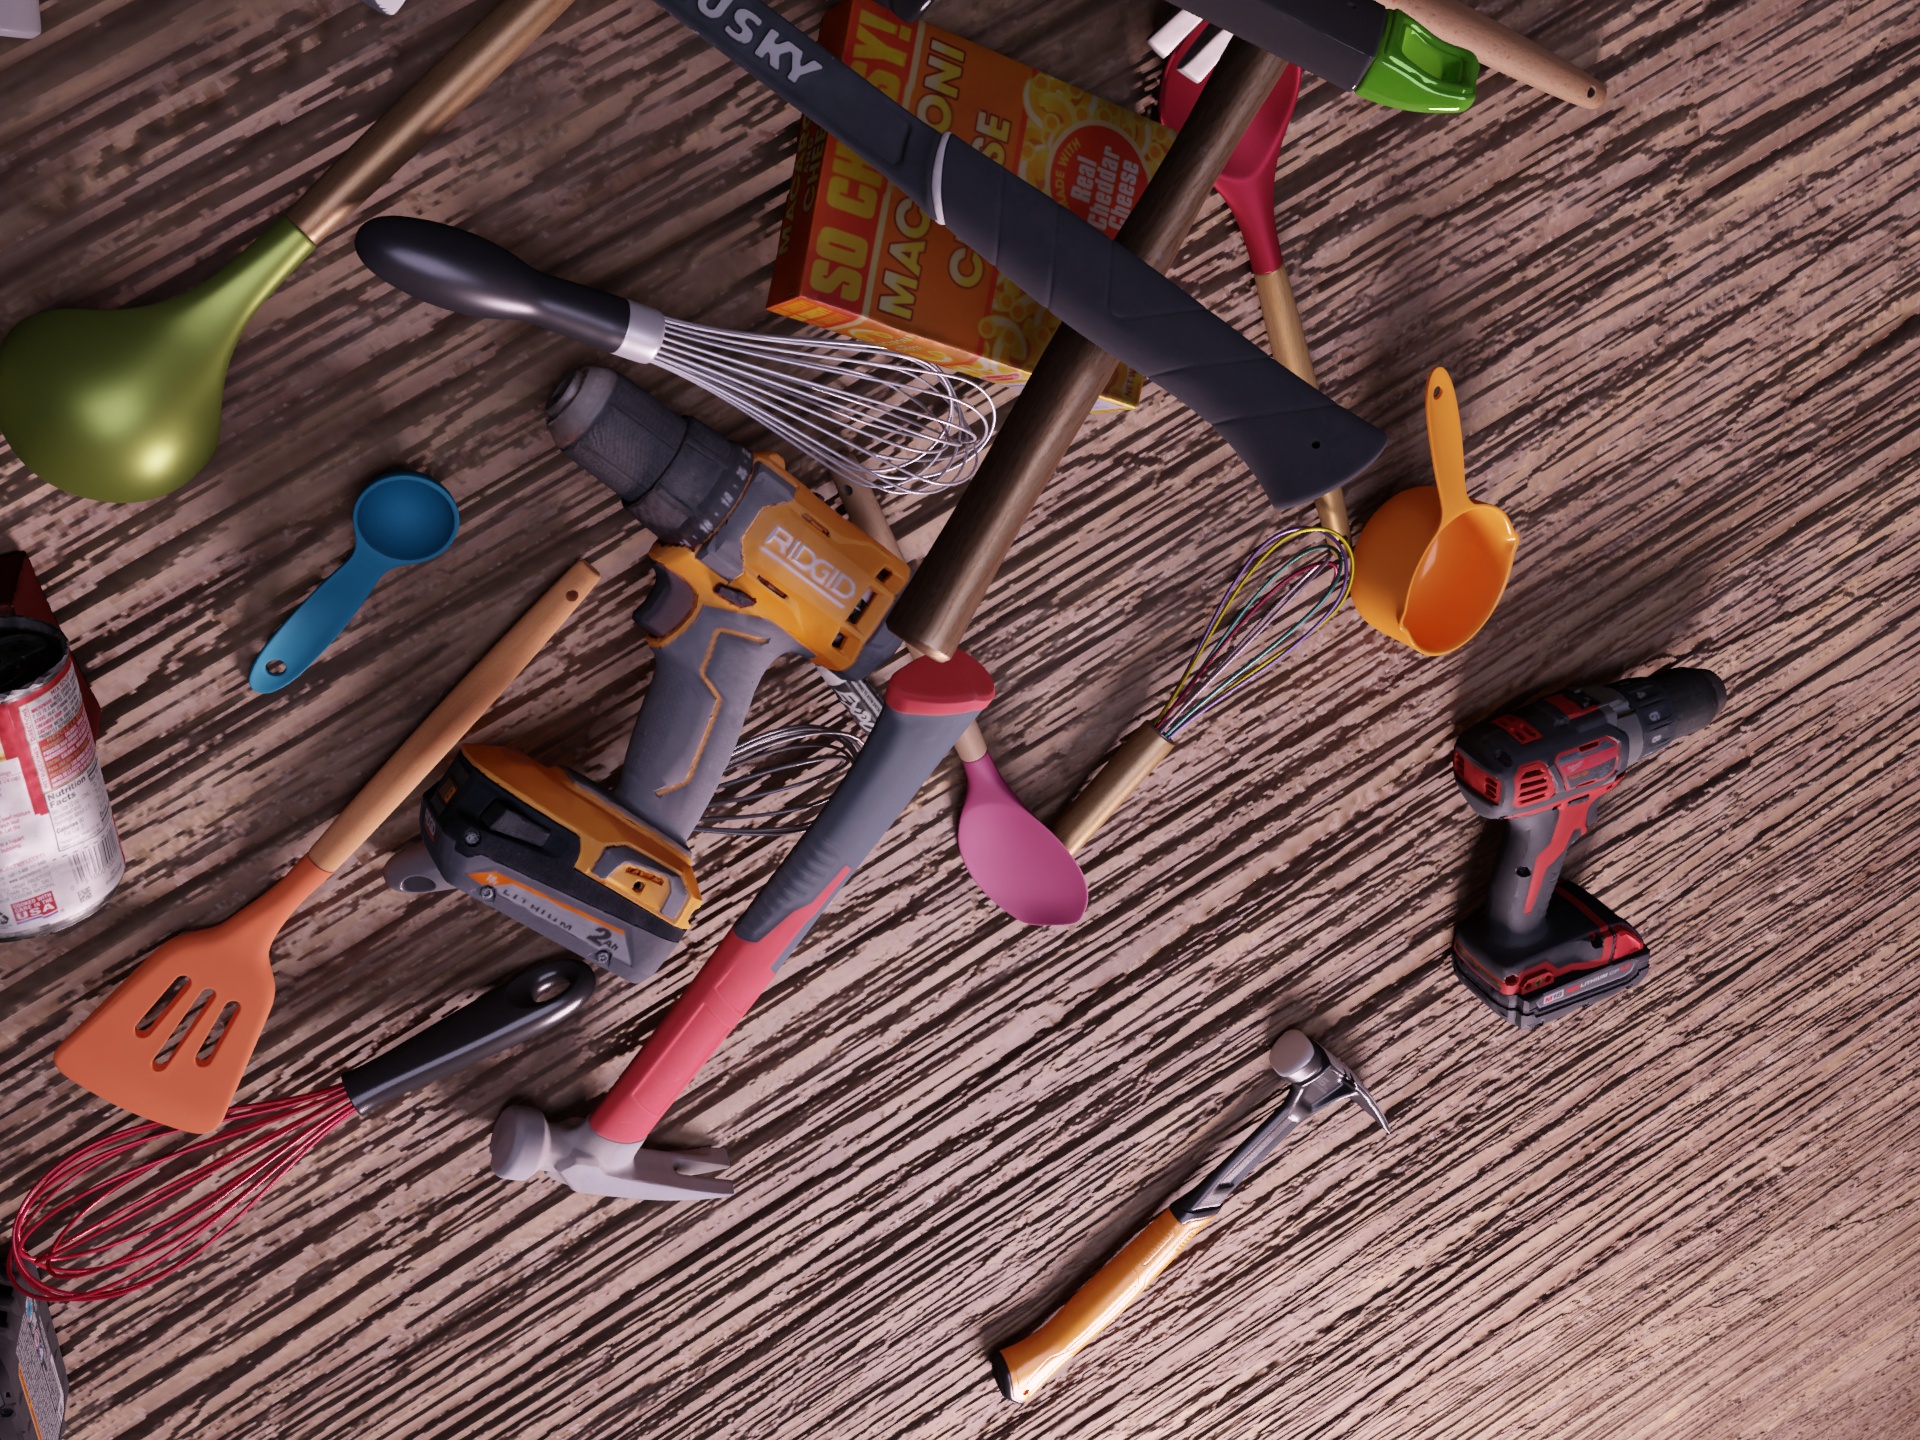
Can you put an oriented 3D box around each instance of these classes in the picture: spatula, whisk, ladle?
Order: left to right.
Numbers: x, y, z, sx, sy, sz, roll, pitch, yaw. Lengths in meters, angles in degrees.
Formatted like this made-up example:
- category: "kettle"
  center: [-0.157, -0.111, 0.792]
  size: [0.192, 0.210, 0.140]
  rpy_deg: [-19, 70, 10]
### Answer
- category: "whisk"
  center: [-0.317, 0.192, 0.778]
  size: [0.296, 0.073, 0.073]
  rpy_deg: [-26, 127, -15]
- category: "ladle"
  center: [-0.229, -0.203, 0.594]
  size: [0.320, 0.062, 0.078]
  rpy_deg: [-45, 126, -3]
- category: "spatula"
  center: [-0.273, 0.051, 0.721]
  size: [0.322, 0.041, 0.081]
  rpy_deg: [-46, 122, 5]
- category: "whisk"
  center: [-0.158, 0.047, 0.775]
  size: [0.239, 0.055, 0.055]
  rpy_deg: [-13, 124, -13]
- category: "whisk"
  center: [-0.105, -0.149, 0.655]
  size: [0.284, 0.070, 0.070]
  rpy_deg: [12, 113, -35]
- category: "whisk"
  center: [0.128, -0.007, 0.878]
  size: [0.047, 0.051, 0.245]
  rpy_deg: [30, 107, -42]
- category: "ladle"
  center: [0.159, -0.201, 0.783]
  size: [0.069, 0.031, 0.315]
  rpy_deg: [-24, 129, 3]
- category: "spatula"
  center: [0.186, -0.333, 0.718]
  size: [0.317, 0.044, 0.082]
  rpy_deg: [7, 115, -34]

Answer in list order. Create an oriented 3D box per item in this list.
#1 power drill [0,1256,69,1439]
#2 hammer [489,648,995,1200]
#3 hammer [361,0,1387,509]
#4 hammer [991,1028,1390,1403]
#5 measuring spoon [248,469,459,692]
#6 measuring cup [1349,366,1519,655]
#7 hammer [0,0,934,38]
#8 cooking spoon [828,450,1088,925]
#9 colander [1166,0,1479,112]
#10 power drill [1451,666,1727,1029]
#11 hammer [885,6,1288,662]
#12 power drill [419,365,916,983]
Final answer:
- category: "power drill"
  center: [-0.554, 0.340, 0.745]
  size: [0.223, 0.080, 0.171]
  rpy_deg: [-5, 121, -18]
- category: "hammer"
  center: [-0.090, 0.118, 0.804]
  size: [0.143, 0.038, 0.386]
  rpy_deg: [19, 122, -34]
- category: "hammer"
  center: [-0.019, -0.208, 0.564]
  size: [0.409, 0.036, 0.149]
  rpy_deg: [35, 93, -4]
- category: "hammer"
  center: [0.153, 0.362, 1.121]
  size: [0.337, 0.034, 0.127]
  rpy_deg: [-45, 127, 6]
- category: "measuring spoon"
  center: [-0.263, -0.060, 0.678]
  size: [0.128, 0.021, 0.042]
  rpy_deg: [-43, 129, 15]
- category: "measuring cup"
  center: [0.245, -0.117, 0.852]
  size: [0.095, 0.052, 0.173]
  rpy_deg: [-34, 129, -19]
- category: "hammer"
  center: [-0.159, -0.277, 0.507]
  size: [0.334, 0.035, 0.146]
  rpy_deg: [5, 110, -6]
- category: "cooking spoon"
  center: [-0.001, -0.003, 0.825]
  size: [0.069, 0.017, 0.318]
  rpy_deg: [-4, 130, 27]
- category: "colander"
  center: [-0.005, -0.302, 0.469]
  size: [0.397, 0.205, 0.094]
  rpy_deg: [24, 141, -5]
- category: "power drill"
  center: [0.411, 0.075, 1.045]
  size: [0.188, 0.080, 0.226]
  rpy_deg: [-18, 122, -15]
- category: "hammer"
  center: [0.063, -0.173, 0.629]
  size: [0.031, 0.130, 0.331]
  rpy_deg: [29, 93, -29]
- category: "power drill"
  center: [-0.143, -0.023, 0.691]
  size: [0.185, 0.084, 0.226]
  rpy_deg: [37, 85, -29]
